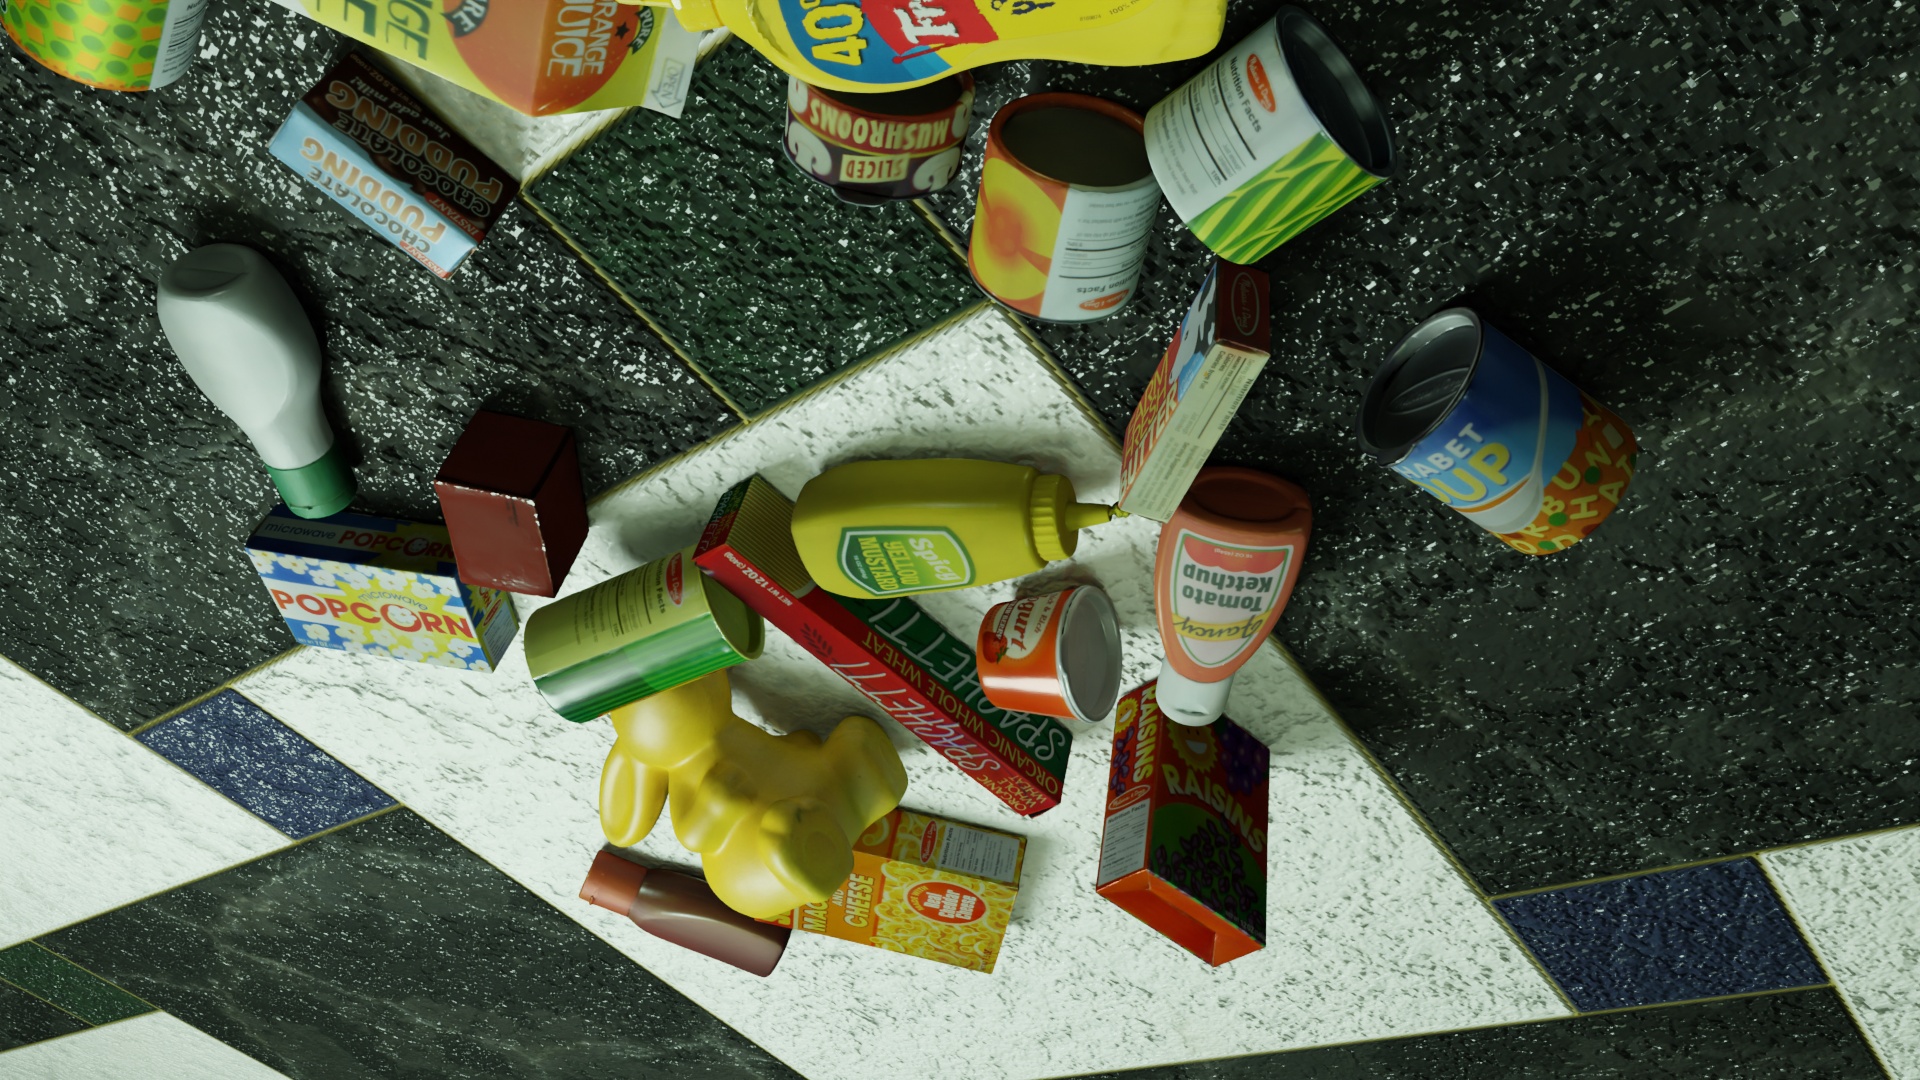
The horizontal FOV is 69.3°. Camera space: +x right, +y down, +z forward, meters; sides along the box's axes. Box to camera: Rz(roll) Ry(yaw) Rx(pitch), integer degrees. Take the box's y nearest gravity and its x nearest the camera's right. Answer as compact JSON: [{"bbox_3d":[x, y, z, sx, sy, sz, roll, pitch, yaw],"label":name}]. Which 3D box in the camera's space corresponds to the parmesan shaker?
[{"bbox_3d":[-0.161,0.045,0.715,0.103,0.072,0.071,-21,128,12],"label":"parmesan shaker"}]

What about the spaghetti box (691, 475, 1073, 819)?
[{"bbox_3d":[-0.032,0.062,0.731,0.028,0.050,0.249,-28,123,37],"label":"spaghetti box"}]

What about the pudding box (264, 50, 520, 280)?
[{"bbox_3d":[-0.229,-0.151,0.564,0.083,0.050,0.030,39,131,-23],"label":"pudding box"}]

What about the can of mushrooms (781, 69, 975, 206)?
[{"bbox_3d":[-0.029,-0.151,0.493,0.071,0.071,0.033,15,136,0],"label":"can of mushrooms"}]

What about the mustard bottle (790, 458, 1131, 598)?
[{"bbox_3d":[0.002,-0.008,0.649,0.160,0.049,0.065,-5,135,20],"label":"mustard bottle"}]

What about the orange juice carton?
[{"bbox_3d":[-0.178,-0.212,0.470,0.193,0.073,0.071,23,135,-9],"label":"orange juice carton"}]

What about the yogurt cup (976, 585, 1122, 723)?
[{"bbox_3d":[0.044,0.057,0.696,0.054,0.073,0.072,-4,134,31],"label":"yogurt cup"}]

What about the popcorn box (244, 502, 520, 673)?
[{"bbox_3d":[-0.325,0.027,0.786,0.127,0.038,0.084,8,136,8],"label":"popcorn box"}]

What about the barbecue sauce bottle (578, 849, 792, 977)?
[{"bbox_3d":[-0.197,0.265,0.994,0.148,0.044,0.064,23,136,-8],"label":"barbecue sauce bottle"}]

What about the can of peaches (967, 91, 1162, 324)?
[{"bbox_3d":[0.037,-0.124,0.508,0.071,0.071,0.057,13,137,2],"label":"can of peaches"}]

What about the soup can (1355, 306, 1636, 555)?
[{"bbox_3d":[0.208,-0.039,0.543,0.084,0.072,0.071,30,135,-16],"label":"soup can"}]

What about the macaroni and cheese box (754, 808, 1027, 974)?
[{"bbox_3d":[-0.049,0.223,0.911,0.166,0.040,0.123,13,137,2],"label":"macaroni and cheese box"}]

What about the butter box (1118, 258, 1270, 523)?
[{"bbox_3d":[0.094,-0.059,0.568,0.024,0.053,0.103,17,138,-6],"label":"butter box"}]

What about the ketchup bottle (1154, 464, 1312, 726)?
[{"bbox_3d":[0.121,0.031,0.661,0.065,0.044,0.148,9,137,6],"label":"ketchup bottle"}]

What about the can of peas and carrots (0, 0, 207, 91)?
[{"bbox_3d":[-0.318,-0.212,0.514,0.071,0.071,0.058,32,135,-17],"label":"can of peas and carrots"}]

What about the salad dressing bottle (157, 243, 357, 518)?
[{"bbox_3d":[-0.339,-0.073,0.682,0.064,0.044,0.146,6,138,7],"label":"salad dressing bottle"}]

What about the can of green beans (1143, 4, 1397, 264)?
[{"bbox_3d":[0.105,-0.137,0.474,0.071,0.071,0.057,39,133,-24],"label":"can of green beans"}]

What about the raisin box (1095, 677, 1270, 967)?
[{"bbox_3d":[0.118,0.143,0.719,0.086,0.124,0.040,35,132,-20],"label":"raisin box"}]
